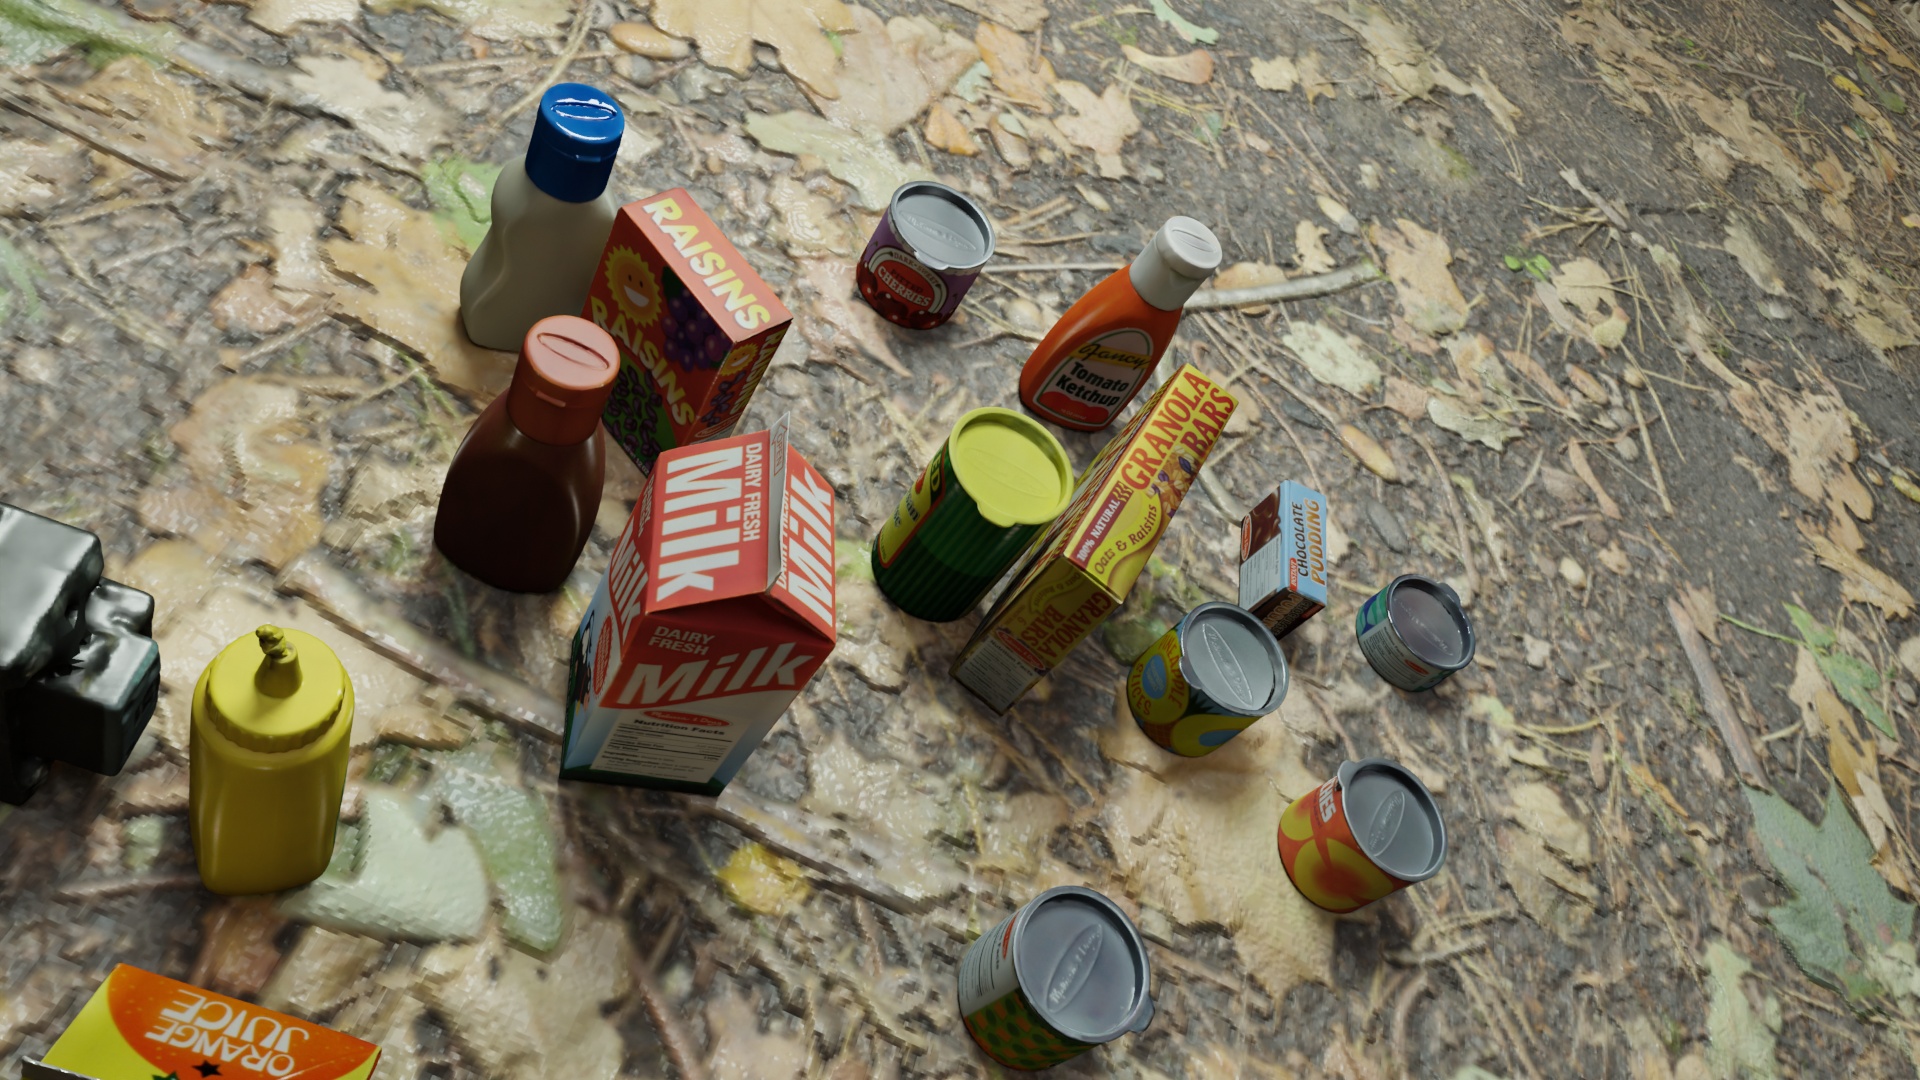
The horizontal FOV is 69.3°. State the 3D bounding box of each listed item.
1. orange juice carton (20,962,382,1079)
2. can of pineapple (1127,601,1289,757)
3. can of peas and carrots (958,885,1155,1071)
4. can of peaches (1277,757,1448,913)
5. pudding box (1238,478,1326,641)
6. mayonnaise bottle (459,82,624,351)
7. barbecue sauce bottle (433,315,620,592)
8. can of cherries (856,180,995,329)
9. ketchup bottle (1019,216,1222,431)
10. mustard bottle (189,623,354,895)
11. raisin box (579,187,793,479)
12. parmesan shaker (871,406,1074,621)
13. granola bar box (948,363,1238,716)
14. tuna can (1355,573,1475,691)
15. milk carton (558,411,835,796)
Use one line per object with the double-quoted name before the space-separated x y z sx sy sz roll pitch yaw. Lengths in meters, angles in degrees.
"orange juice carton" -0.216 0.176 0.385 0.072 0.191 0.073 25 50 -13
"can of pineapple" 0.129 0.074 0.736 0.071 0.057 0.071 15 53 -20
"can of peas and carrots" 0.042 0.193 0.606 0.071 0.058 0.071 15 53 -20
"can of peaches" 0.207 0.153 0.726 0.071 0.057 0.071 15 53 -20
"pudding box" 0.190 0.011 0.819 0.030 0.049 0.084 22 51 -15
"mayonnaise bottle" -0.191 -0.146 0.648 0.065 0.147 0.041 -4 62 -31
"barbecue sauce bottle" -0.177 -0.034 0.579 0.065 0.147 0.044 25 50 -13
"can of cherries" -0.022 -0.165 0.815 0.071 0.058 0.072 15 53 -20
"ketchup bottle" 0.092 -0.122 0.789 0.065 0.148 0.044 18 52 -18
"mustard bottle" -0.233 0.070 0.470 0.049 0.159 0.065 -2 60 -30
"raisin box" -0.137 -0.093 0.658 0.040 0.122 0.086 -32 78 -40
"parmesan shaker" 0.002 -0.009 0.692 0.071 0.102 0.071 15 53 -20
"granola bar box" 0.068 -0.003 0.711 0.039 0.123 0.166 38 49 -2
"tuna can" 0.278 0.055 0.849 0.071 0.032 0.071 15 53 -20
"milk carton" -0.101 0.030 0.550 0.073 0.189 0.072 12 54 -22
